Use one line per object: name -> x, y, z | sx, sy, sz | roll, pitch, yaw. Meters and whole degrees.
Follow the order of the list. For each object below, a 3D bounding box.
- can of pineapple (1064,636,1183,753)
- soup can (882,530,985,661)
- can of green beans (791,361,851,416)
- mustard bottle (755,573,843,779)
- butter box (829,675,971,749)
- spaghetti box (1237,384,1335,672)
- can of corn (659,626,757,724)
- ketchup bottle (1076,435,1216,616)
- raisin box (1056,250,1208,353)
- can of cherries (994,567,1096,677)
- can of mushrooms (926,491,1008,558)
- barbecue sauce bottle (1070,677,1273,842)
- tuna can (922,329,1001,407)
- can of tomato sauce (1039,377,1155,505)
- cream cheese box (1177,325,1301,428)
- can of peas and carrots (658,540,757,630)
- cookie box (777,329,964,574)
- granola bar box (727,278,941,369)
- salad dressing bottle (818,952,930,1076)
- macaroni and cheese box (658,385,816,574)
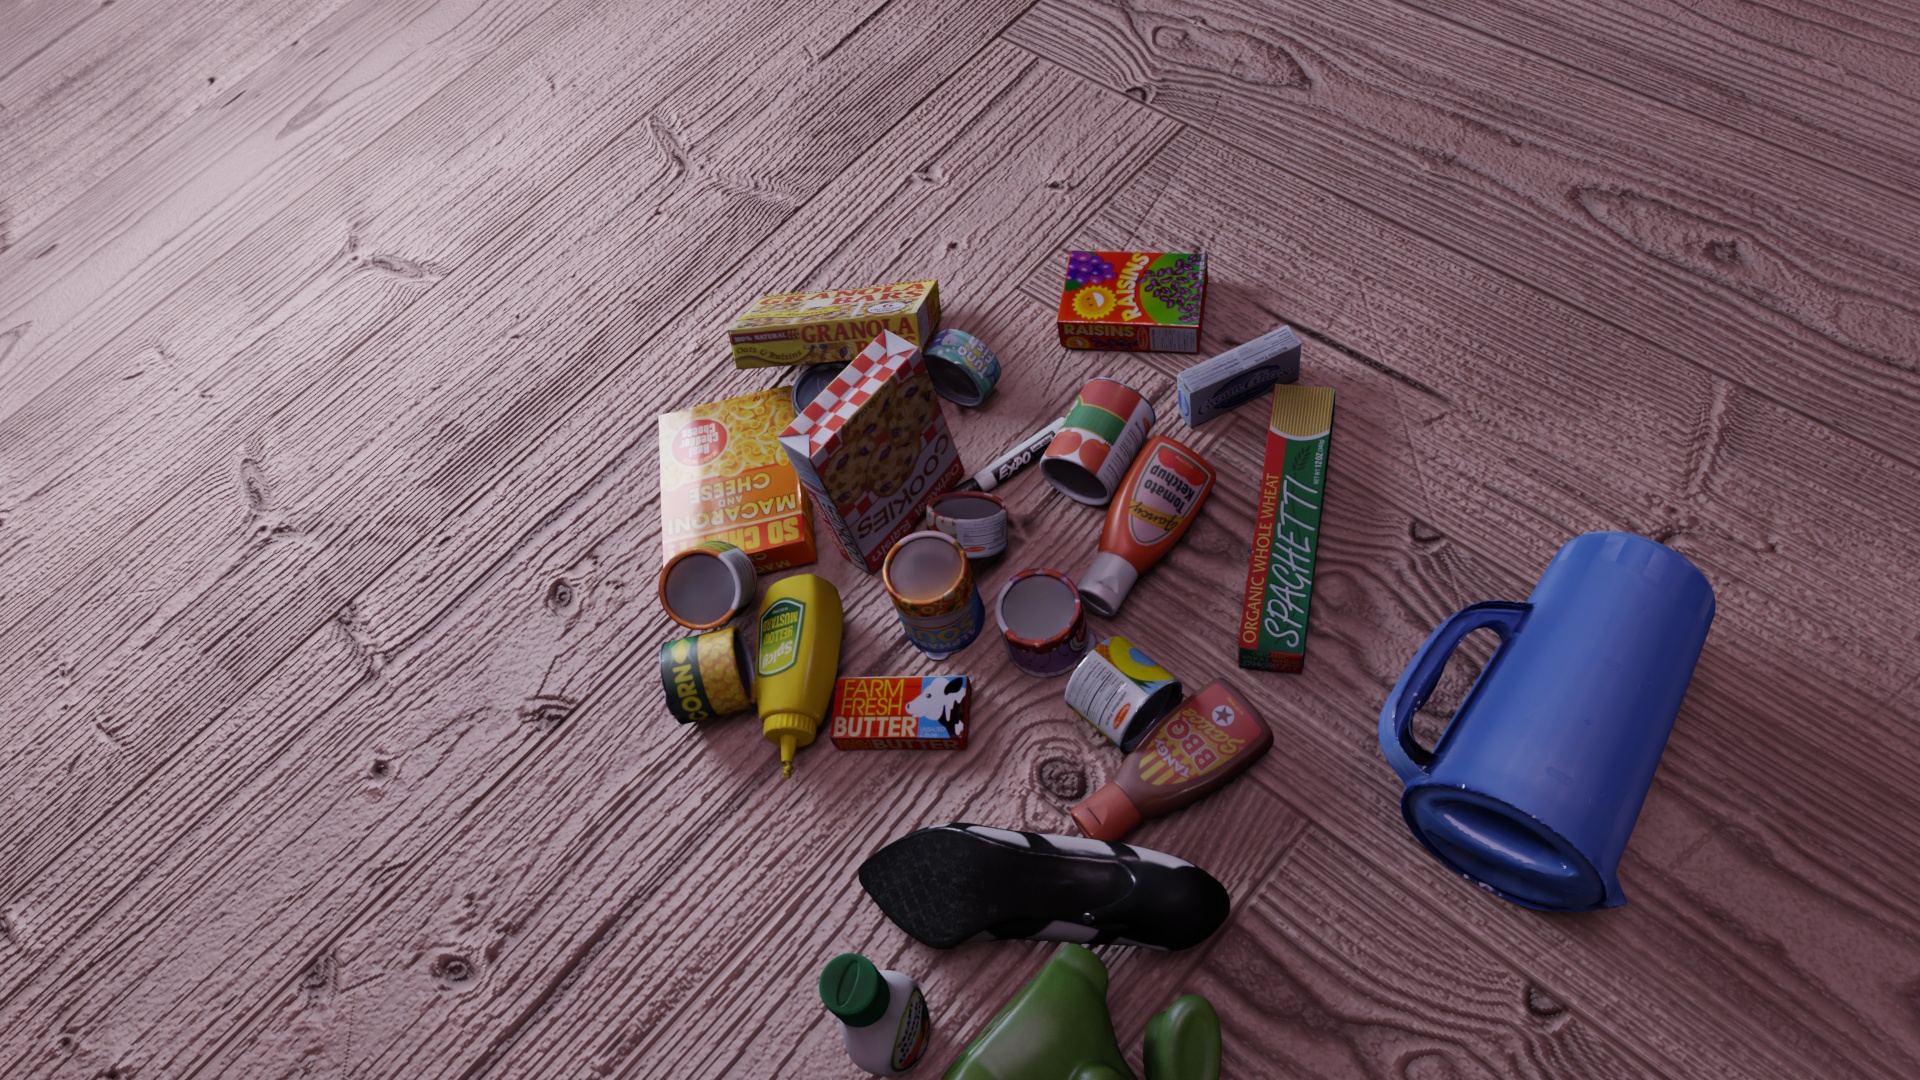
can of pineapple -> 0.119, 0.112, 1.012 | 0.071, 0.070, 0.058 | -43, 60, -15
soup can -> -0.020, 0.043, 1.071 | 0.071, 0.083, 0.071 | -5, 58, 8
can of green beans -> -0.106, -0.113, 1.200 | 0.071, 0.057, 0.071 | -5, 58, 9
mustard bottle -> -0.127, 0.105, 1.069 | 0.065, 0.048, 0.161 | -20, 53, 30
butter box -> -0.045, 0.131, 1.056 | 0.103, 0.024, 0.053 | -2, 58, 10
spaghetti box -> 0.256, -0.015, 1.083 | 0.050, 0.028, 0.251 | 6, 60, 16
can of corn -> -0.195, 0.105, 1.076 | 0.058, 0.071, 0.071 | -14, 57, 2
ketchup bottle -> 0.141, -0.009, 1.090 | 0.065, 0.043, 0.149 | 35, 69, -2
raisin box -> 0.152, -0.211, 1.220 | 0.123, 0.040, 0.086 | 4, 60, 13
can of cherries -> 0.065, 0.062, 1.056 | 0.071, 0.058, 0.072 | -6, 58, 9
can of mushrooms -> 0.004, -0.014, 1.113 | 0.071, 0.033, 0.071 | 0, 24, 0
barbecue sauce bottle -> 0.147, 0.163, 0.986 | 0.149, 0.043, 0.065 | -35, 59, -10
tuna can -> 0.001, -0.149, 1.194 | 0.071, 0.070, 0.033 | 24, 66, 24
can of tomato sauce -> 0.110, -0.080, 1.132 | 0.071, 0.071, 0.083 | 21, 66, 23
cream cheese box -> 0.230, -0.136, 1.148 | 0.104, 0.053, 0.024 | -25, 59, -4
can of peas and carrots -> -0.201, 0.036, 1.097 | 0.071, 0.059, 0.071 | 0, 94, 4
cookie box -> -0.065, -0.066, 1.098 | 0.040, 0.166, 0.123 | 31, 70, 30
granola bar box -> -0.107, -0.191, 1.226 | 0.165, 0.039, 0.125 | -4, 23, 9
salad dressing bottle -> -0.054, 0.299, 0.880 | 0.044, 0.147, 0.064 | 11, 62, 18
macaroni and cheese box -> -0.191, -0.045, 1.187 | 0.124, 0.040, 0.167 | -13, 57, 4
